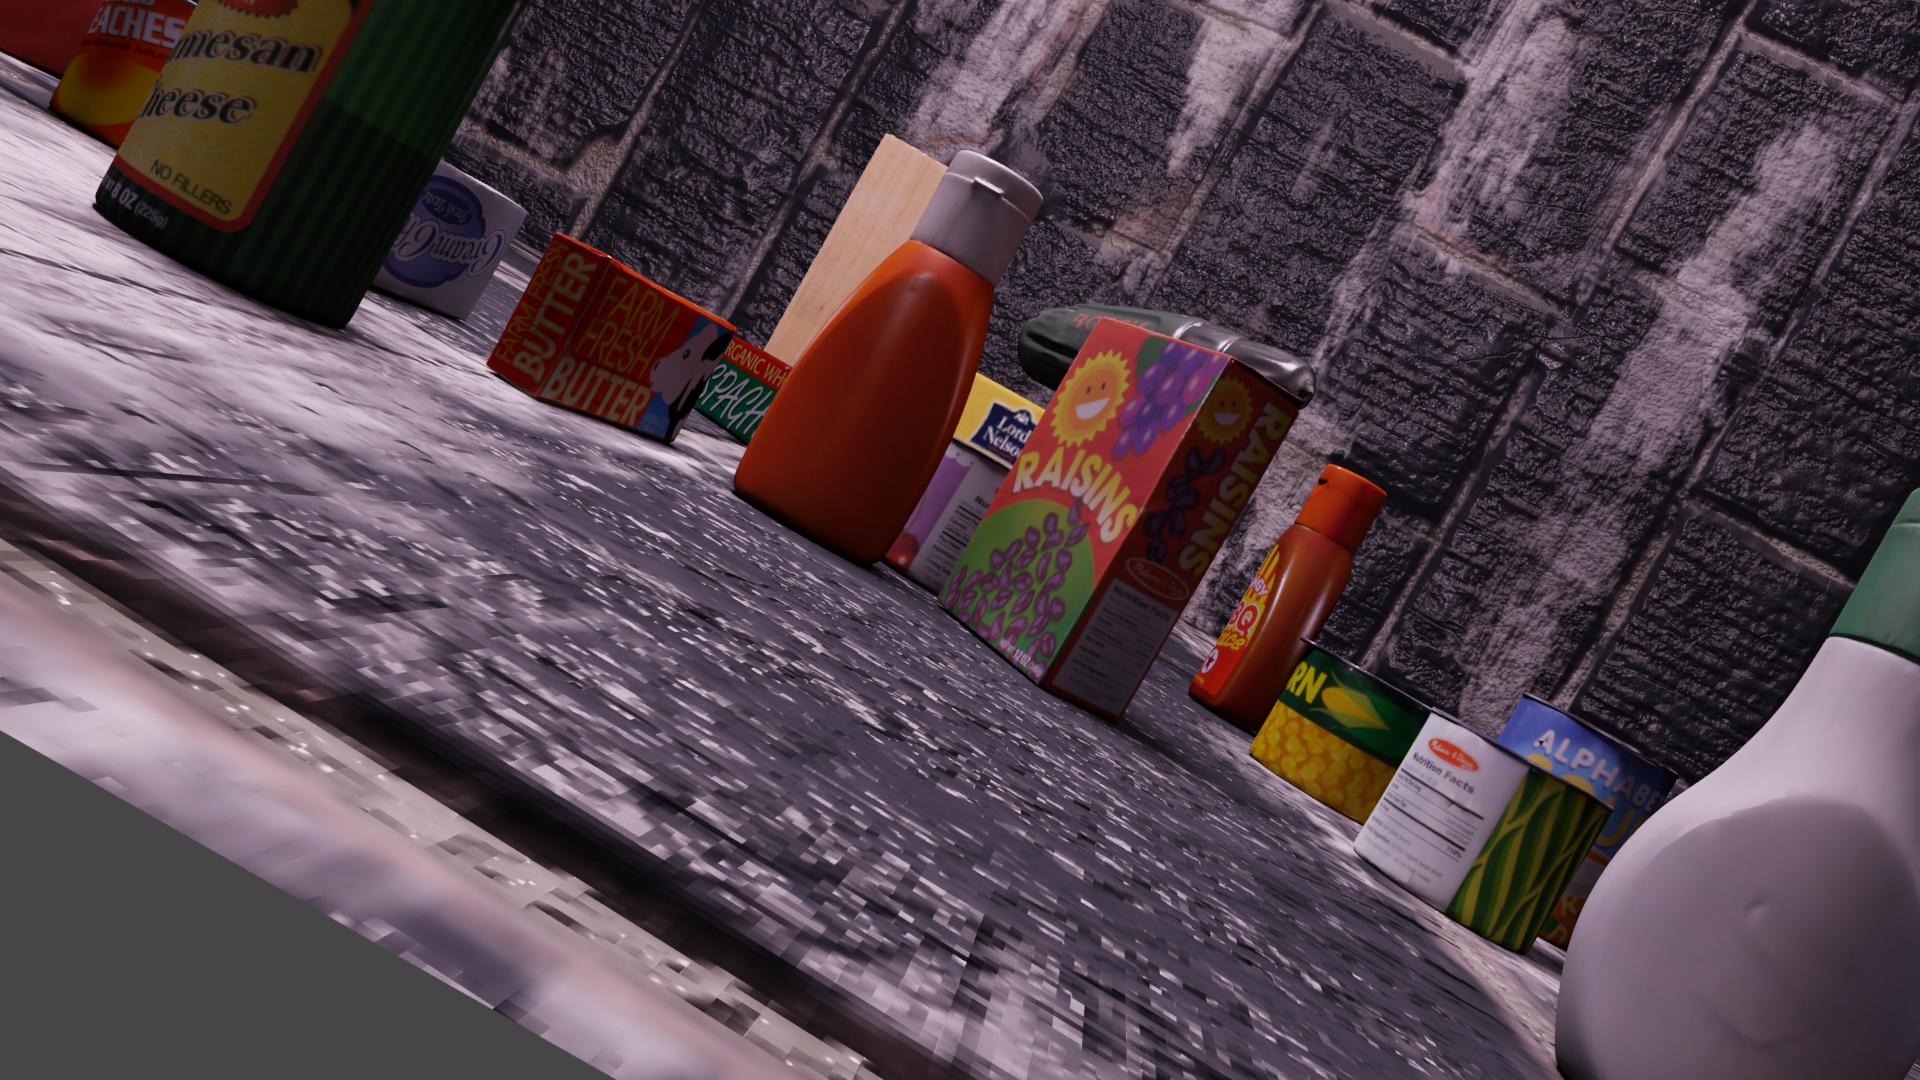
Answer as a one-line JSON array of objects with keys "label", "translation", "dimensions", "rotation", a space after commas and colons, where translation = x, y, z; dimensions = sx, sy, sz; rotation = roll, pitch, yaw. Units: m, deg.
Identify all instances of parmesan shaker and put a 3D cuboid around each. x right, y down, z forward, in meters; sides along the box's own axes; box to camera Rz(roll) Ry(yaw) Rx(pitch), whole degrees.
[{"label": "parmesan shaker", "translation": [-0.163, -0.114, 0.357], "dimensions": [0.071, 0.103, 0.071], "rotation": [30, 2, -1]}]

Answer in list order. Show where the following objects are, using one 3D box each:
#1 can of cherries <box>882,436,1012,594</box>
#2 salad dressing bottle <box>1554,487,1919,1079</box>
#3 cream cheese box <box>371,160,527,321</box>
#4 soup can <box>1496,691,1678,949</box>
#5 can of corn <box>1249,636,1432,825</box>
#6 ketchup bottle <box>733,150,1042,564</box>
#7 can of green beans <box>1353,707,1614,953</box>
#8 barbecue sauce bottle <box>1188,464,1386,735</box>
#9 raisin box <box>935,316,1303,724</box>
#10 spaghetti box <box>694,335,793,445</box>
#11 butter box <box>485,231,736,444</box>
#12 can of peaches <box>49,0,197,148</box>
[{"label": "can of cherries", "translation": [0.002, -0.007, 0.575], "dimensions": [0.071, 0.058, 0.071], "rotation": [30, 3, -1]}, {"label": "salad dressing bottle", "translation": [0.182, 0.060, 0.291], "dimensions": [0.064, 0.147, 0.044], "rotation": [31, 2, 25]}, {"label": "cream cheese box", "translation": [-0.203, -0.117, 0.509], "dimensions": [0.024, 0.053, 0.104], "rotation": [30, 3, 8]}, {"label": "soup can", "translation": [0.242, 0.115, 0.570], "dimensions": [0.071, 0.083, 0.071], "rotation": [30, 2, -1]}, {"label": "can of corn", "translation": [0.168, 0.085, 0.616], "dimensions": [0.071, 0.058, 0.071], "rotation": [30, 3, -1]}, {"label": "ketchup bottle", "translation": [-0.021, -0.068, 0.507], "dimensions": [0.065, 0.148, 0.043], "rotation": [30, 2, 0]}, {"label": "can of green beans", "translation": [0.179, 0.099, 0.478], "dimensions": [0.071, 0.058, 0.071], "rotation": [30, 3, -1]}, {"label": "barbecue sauce bottle", "translation": [0.180, 0.031, 0.757], "dimensions": [0.043, 0.148, 0.065], "rotation": [30, 2, -5]}, {"label": "raisin box", "translation": [0.052, -0.011, 0.484], "dimensions": [0.040, 0.123, 0.086], "rotation": [28, 3, -30]}, {"label": "spaghetti box", "translation": [-0.075, -0.056, 0.735], "dimensions": [0.028, 0.050, 0.250], "rotation": [28, 3, -41]}, {"label": "butter box", "translation": [-0.121, -0.069, 0.496], "dimensions": [0.024, 0.053, 0.103], "rotation": [30, 3, 15]}, {"label": "can of peaches", "translation": [-0.286, -0.167, 0.507], "dimensions": [0.071, 0.058, 0.071], "rotation": [30, 3, -1]}]
